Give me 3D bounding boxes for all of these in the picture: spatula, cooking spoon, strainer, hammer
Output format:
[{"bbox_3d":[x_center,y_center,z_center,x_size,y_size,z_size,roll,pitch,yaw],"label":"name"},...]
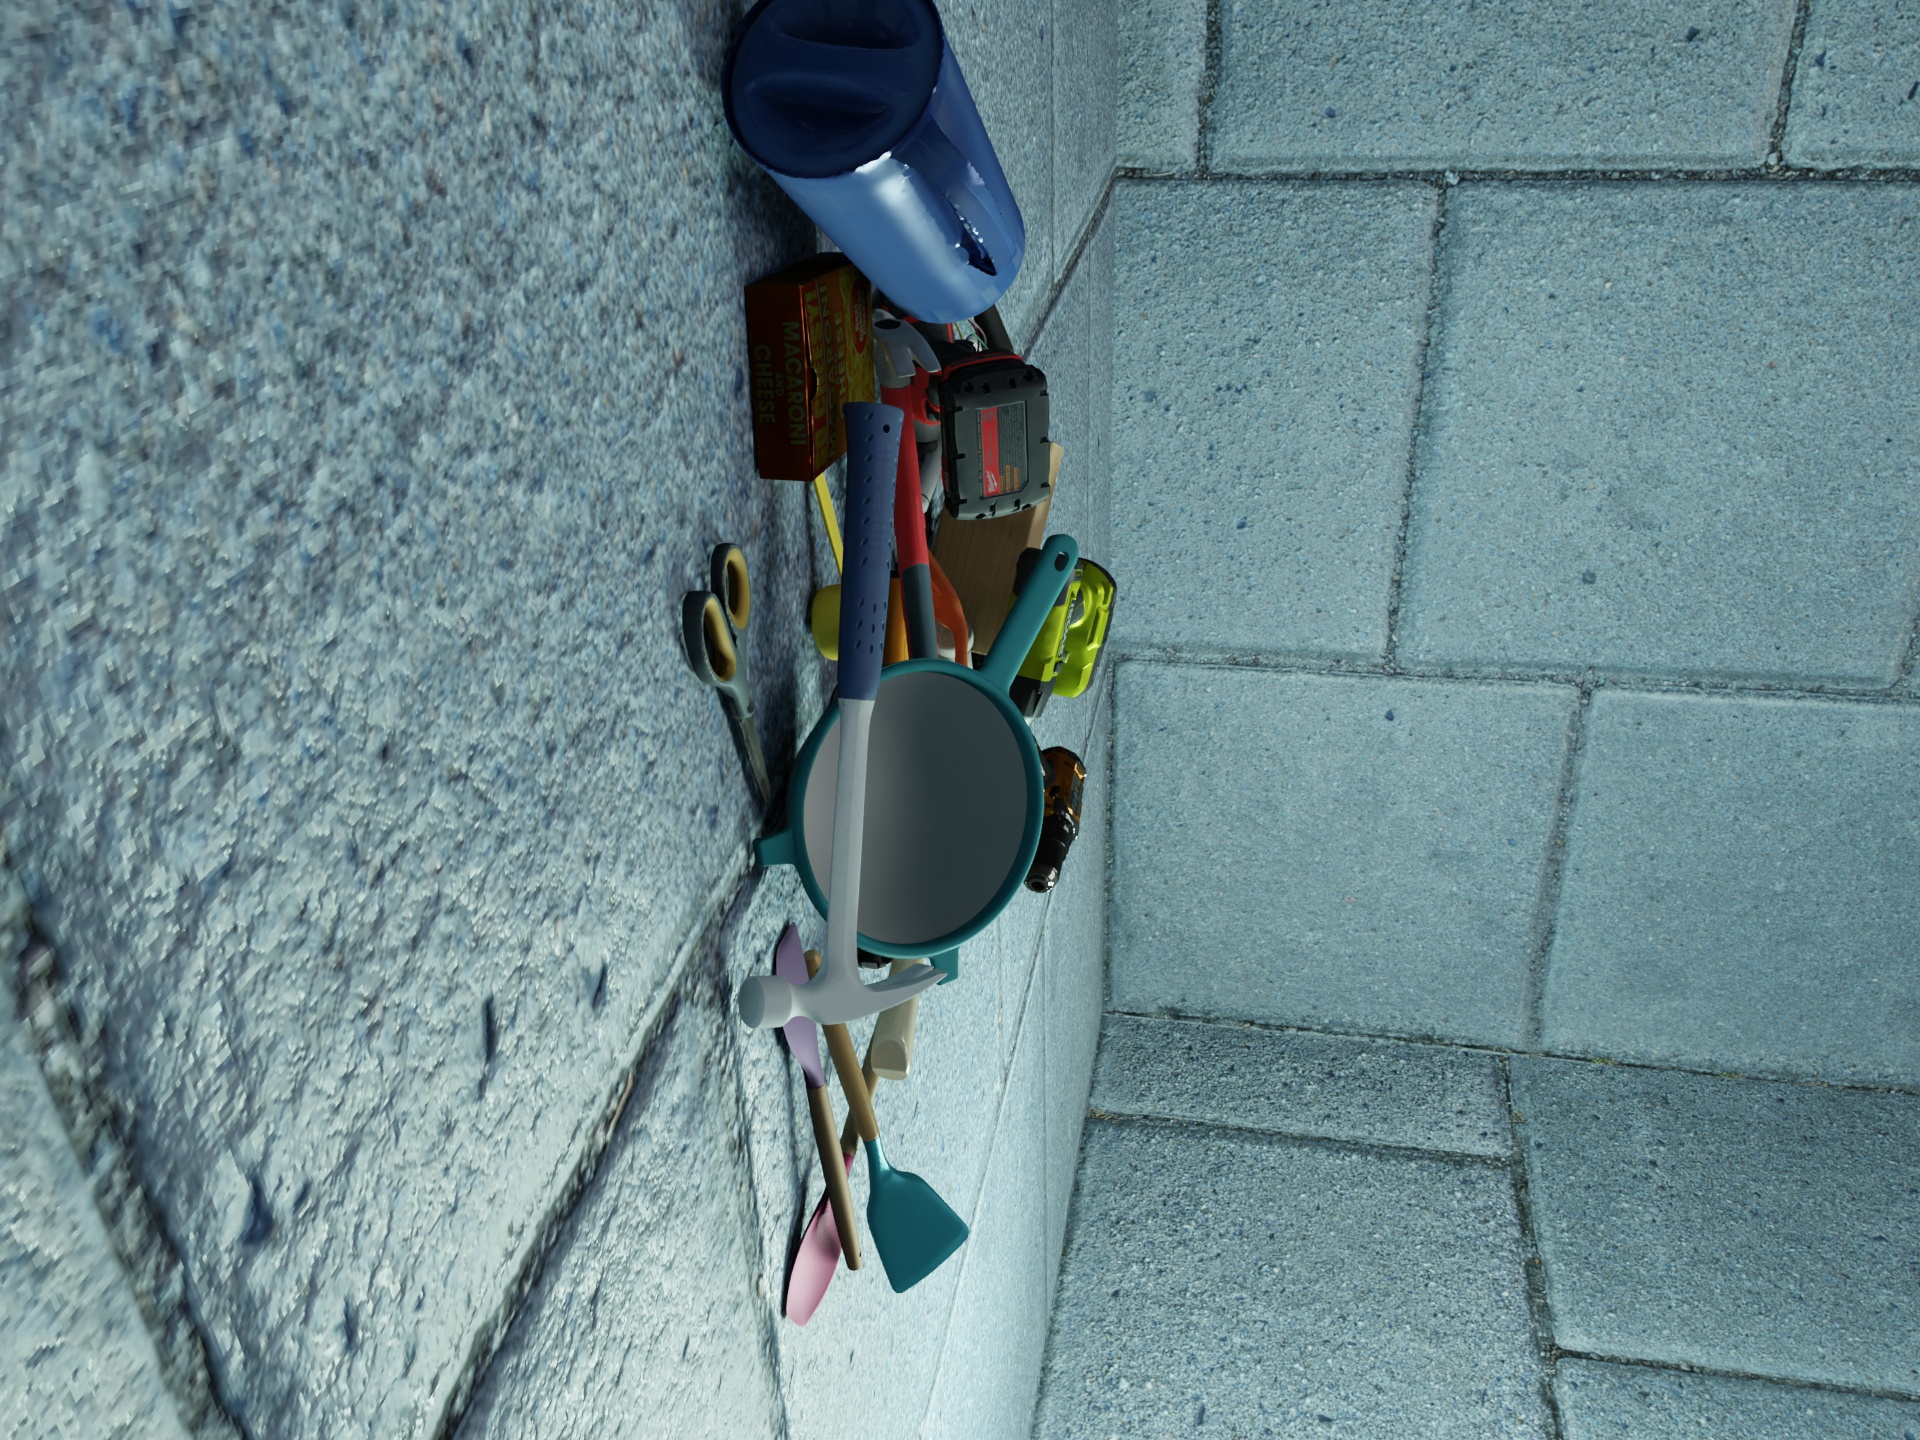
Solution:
[{"bbox_3d":[-0.002,-0.004,1.345,0.081,0.041,0.323,122,-41,-67],"label":"spatula"},{"bbox_3d":[-0.086,0.329,1.294,0.068,0.017,0.319,62,38,-49],"label":"cooking spoon"},{"bbox_3d":[-0.013,-0.279,1.498,0.086,0.050,0.259,70,31,-48],"label":"strainer"},{"bbox_3d":[-0.019,0.006,1.162,0.210,0.095,0.340,39,71,-31],"label":"strainer"},{"bbox_3d":[-0.106,0.295,1.198,0.060,0.018,0.315,-64,150,-59],"label":"spatula"},{"bbox_3d":[-0.065,-0.003,1.049,0.144,0.035,0.405,3,92,-35],"label":"hammer"},{"bbox_3d":[-0.028,0.115,1.385,0.146,0.038,0.411,84,13,-57],"label":"hammer"},{"bbox_3d":[-0.065,0.041,1.343,0.127,0.034,0.337,1,92,-81],"label":"hammer"},{"bbox_3d":[-0.032,-0.112,1.233,0.143,0.038,0.386,-123,-156,-59],"label":"hammer"},{"bbox_3d":[-0.070,0.311,1.254,0.082,0.044,0.317,-32,122,-28],"label":"spatula"}]

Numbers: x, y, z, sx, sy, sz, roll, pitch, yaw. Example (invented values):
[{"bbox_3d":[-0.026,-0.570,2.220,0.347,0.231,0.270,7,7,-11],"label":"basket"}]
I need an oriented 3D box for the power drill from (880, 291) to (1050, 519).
[{"bbox_3d":[-0.006,-0.247,1.247,0.220,0.078,0.143,-124,-155,-52],"label":"power drill"}]

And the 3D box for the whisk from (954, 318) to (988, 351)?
[{"bbox_3d":[-0.022,-0.362,1.380,0.047,0.051,0.244,-65,159,-9],"label":"whisk"}]

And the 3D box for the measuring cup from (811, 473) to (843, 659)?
[{"bbox_3d":[-0.100,-0.117,1.147,0.062,0.029,0.156,-62,142,-66],"label":"measuring cup"}]

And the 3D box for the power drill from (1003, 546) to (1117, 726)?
[{"bbox_3d":[0.081,-0.074,1.478,0.223,0.080,0.171,-27,131,-74],"label":"power drill"}]

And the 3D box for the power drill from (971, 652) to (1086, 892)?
[{"bbox_3d":[0.057,0.054,1.662,0.226,0.084,0.185,56,32,-32],"label":"power drill"}]

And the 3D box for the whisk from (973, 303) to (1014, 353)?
[{"bbox_3d":[0.011,-0.401,1.428,0.295,0.073,0.073,62,32,-58],"label":"whisk"}]
